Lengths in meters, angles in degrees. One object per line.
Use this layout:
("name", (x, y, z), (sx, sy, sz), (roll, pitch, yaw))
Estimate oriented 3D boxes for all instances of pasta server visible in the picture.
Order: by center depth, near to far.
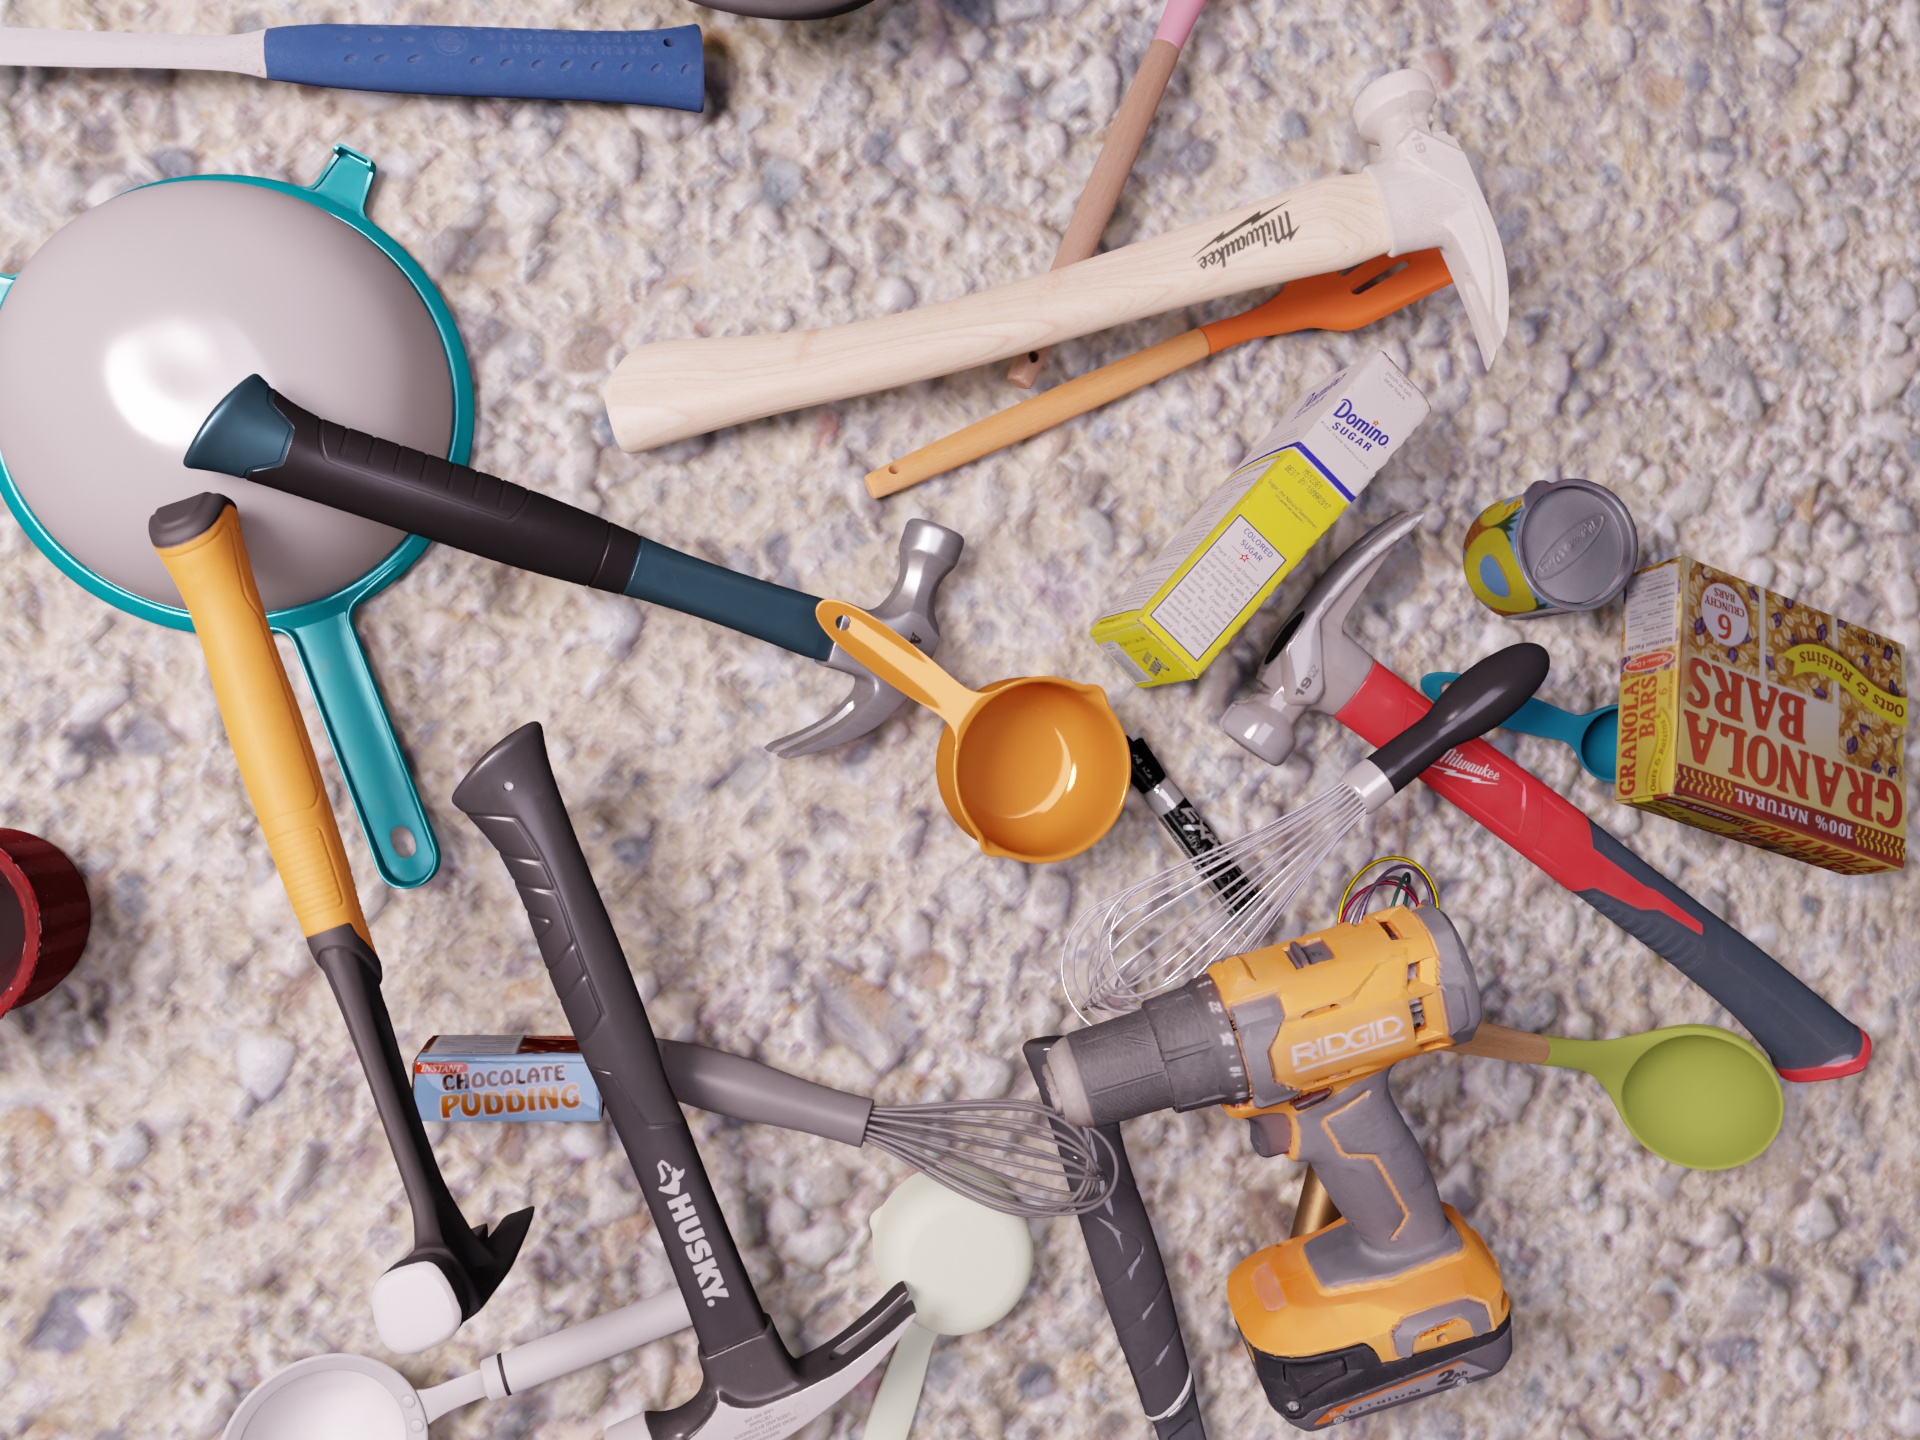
("pasta server", (0.089, -0.307, 0.791), (0.060, 0.040, 0.316), (24, 85, -9))

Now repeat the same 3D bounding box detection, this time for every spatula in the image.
("spatula", (0.099, -0.184, 0.788), (0.322, 0.041, 0.081), (-25, 69, -8))

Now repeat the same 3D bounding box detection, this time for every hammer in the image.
("hammer", (-0.250, 0.072, 0.637), (0.034, 0.127, 0.337), (-19, 89, -4))
("hammer", (-0.134, 0.160, 0.688), (0.146, 0.035, 0.334), (-21, 98, -10))
("hammer", (-0.158, -0.074, 0.697), (0.330, 0.033, 0.128), (18, 89, -27))
("hammer", (-0.318, -0.290, 0.703), (0.405, 0.035, 0.144), (-4, 63, -14))
("hammer", (0.040, -0.182, 0.734), (0.410, 0.038, 0.146), (-15, 72, 2))
("hammer", (0.102, 0.349, 0.777), (0.149, 0.036, 0.409), (-17, 91, -9))
("hammer", (0.325, 0.055, 0.814), (0.386, 0.038, 0.143), (35, 94, -9))

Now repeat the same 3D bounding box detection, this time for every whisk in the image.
("whisk", (-0.044, 0.183, 0.737), (0.239, 0.055, 0.055), (14, 86, 3))
("whisk", (0.166, 0.050, 0.753), (0.284, 0.070, 0.070), (-37, 95, -5))
("whisk", (0.192, 0.187, 0.799), (0.047, 0.051, 0.245), (14, 90, 11))

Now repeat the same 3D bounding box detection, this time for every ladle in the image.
("ladle", (0.266, 0.163, 0.767), (0.320, 0.062, 0.078), (14, 115, -22))

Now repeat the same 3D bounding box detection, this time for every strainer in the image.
("strainer", (-0.301, -0.085, 0.686), (0.211, 0.095, 0.340), (-21, 91, -10))
("strainer", (-0.218, 0.300, 0.718), (0.258, 0.050, 0.087), (-16, 97, -16))

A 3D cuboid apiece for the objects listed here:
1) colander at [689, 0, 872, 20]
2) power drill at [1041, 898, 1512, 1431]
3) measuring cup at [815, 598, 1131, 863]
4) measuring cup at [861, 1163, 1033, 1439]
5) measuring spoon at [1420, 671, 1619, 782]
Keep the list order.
("colander", (-0.028, -0.414, 0.751), (0.397, 0.094, 0.204), (-7, 90, -17))
("power drill", (0.145, 0.203, 0.708), (0.185, 0.084, 0.226), (-16, 112, -2))
("measuring cup", (-0.001, -0.002, 0.752), (0.173, 0.052, 0.095), (36, 82, -12))
("measuring cup", (-0.017, 0.296, 0.753), (0.083, 0.038, 0.167), (20, 83, -9))
("measuring spoon", (0.301, -0.003, 0.834), (0.128, 0.021, 0.042), (18, 105, 0))
